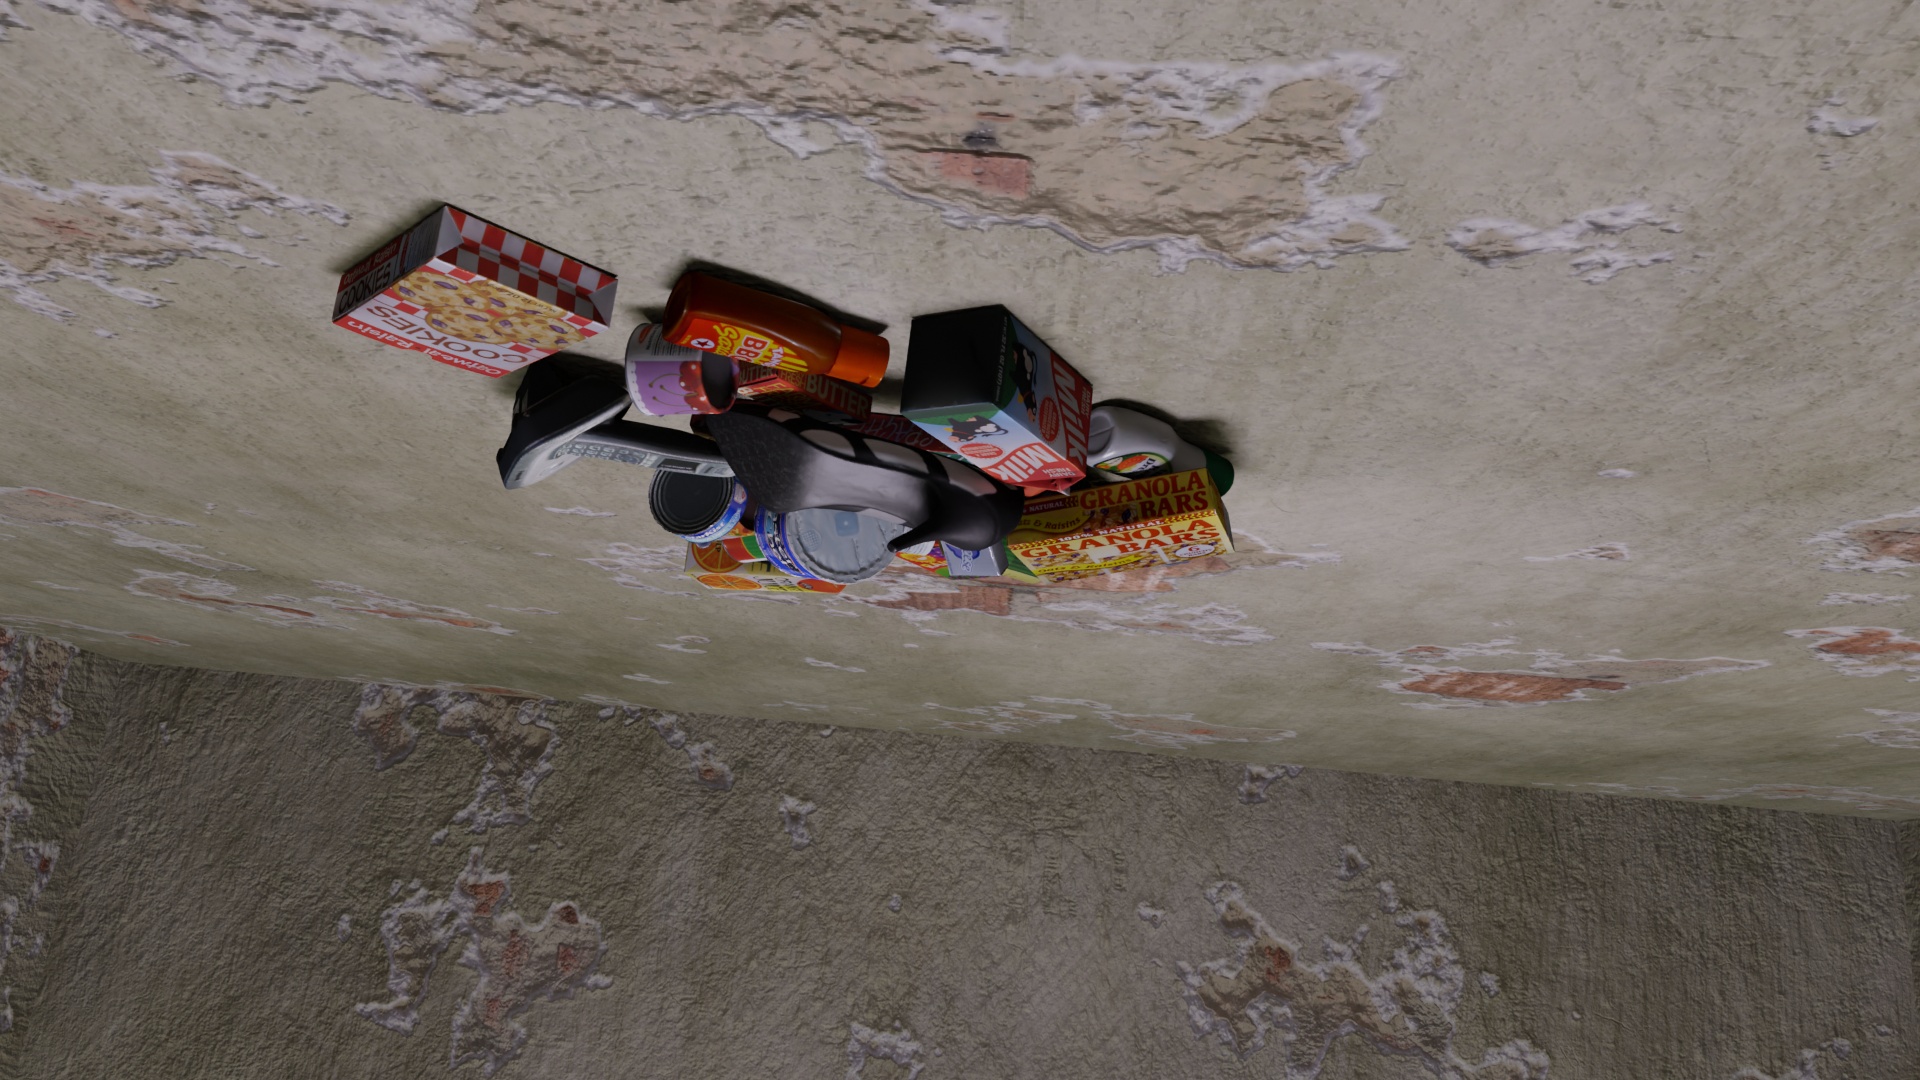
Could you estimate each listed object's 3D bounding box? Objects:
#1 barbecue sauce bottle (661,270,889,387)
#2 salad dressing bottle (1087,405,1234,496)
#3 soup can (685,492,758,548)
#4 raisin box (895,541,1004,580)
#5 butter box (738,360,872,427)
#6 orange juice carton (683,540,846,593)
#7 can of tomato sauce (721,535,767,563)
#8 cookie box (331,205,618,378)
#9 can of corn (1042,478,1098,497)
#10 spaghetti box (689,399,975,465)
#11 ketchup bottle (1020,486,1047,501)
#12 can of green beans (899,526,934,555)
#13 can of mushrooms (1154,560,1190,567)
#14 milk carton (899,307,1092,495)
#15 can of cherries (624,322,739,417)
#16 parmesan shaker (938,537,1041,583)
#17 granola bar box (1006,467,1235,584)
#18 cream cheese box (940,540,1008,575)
[{"bbox_3d":[-0.122,-0.139,0.939,0.149,0.044,0.064,13,162,-26],"label":"barbecue sauce bottle"},{"bbox_3d":[0.159,-0.067,1.105,0.148,0.044,0.064,15,155,-39],"label":"salad dressing bottle"},{"bbox_3d":[-0.224,-0.031,1.322,0.083,0.071,0.071,-7,160,37],"label":"soup can"},{"bbox_3d":[-0.011,0.007,1.448,0.086,0.040,0.123,-5,161,36],"label":"raisin box"},{"bbox_3d":[-0.121,-0.114,1.069,0.053,0.024,0.103,-6,161,39],"label":"butter box"},{"bbox_3d":[-0.185,0.012,1.465,0.193,0.073,0.071,2,164,12],"label":"orange juice carton"},{"bbox_3d":[-0.188,-0.015,1.382,0.083,0.071,0.071,-6,161,36],"label":"can of tomato sauce"},{"bbox_3d":[-0.330,-0.161,0.938,0.123,0.040,0.167,19,160,-41],"label":"cookie box"},{"bbox_3d":[0.089,-0.030,1.231,0.071,0.071,0.058,-5,162,34],"label":"can of corn"},{"bbox_3d":[-0.095,-0.086,1.152,0.250,0.029,0.050,6,165,-1],"label":"spaghetti box"},{"bbox_3d":[0.052,-0.051,1.150,0.043,0.065,0.148,40,157,-2],"label":"ketchup bottle"},{"bbox_3d":[-0.056,-0.022,1.301,0.058,0.071,0.071,8,165,-19],"label":"can of green beans"},{"bbox_3d":[0.192,0.003,1.371,0.071,0.033,0.071,5,164,2],"label":"can of mushrooms"},{"bbox_3d":[0.039,-0.093,0.996,0.073,0.072,0.190,-3,163,30],"label":"milk carton"},{"bbox_3d":[-0.196,-0.120,0.987,0.058,0.071,0.071,0,164,16],"label":"can of cherries"},{"bbox_3d":[0.037,-0.002,1.353,0.103,0.071,0.071,17,161,-37],"label":"parmesan shaker"},{"bbox_3d":[0.131,-0.010,1.130,0.165,0.039,0.124,-10,161,15],"label":"granola bar box"},{"bbox_3d":[0.005,-0.016,1.265,0.053,0.024,0.103,-2,118,29],"label":"cream cheese box"}]
